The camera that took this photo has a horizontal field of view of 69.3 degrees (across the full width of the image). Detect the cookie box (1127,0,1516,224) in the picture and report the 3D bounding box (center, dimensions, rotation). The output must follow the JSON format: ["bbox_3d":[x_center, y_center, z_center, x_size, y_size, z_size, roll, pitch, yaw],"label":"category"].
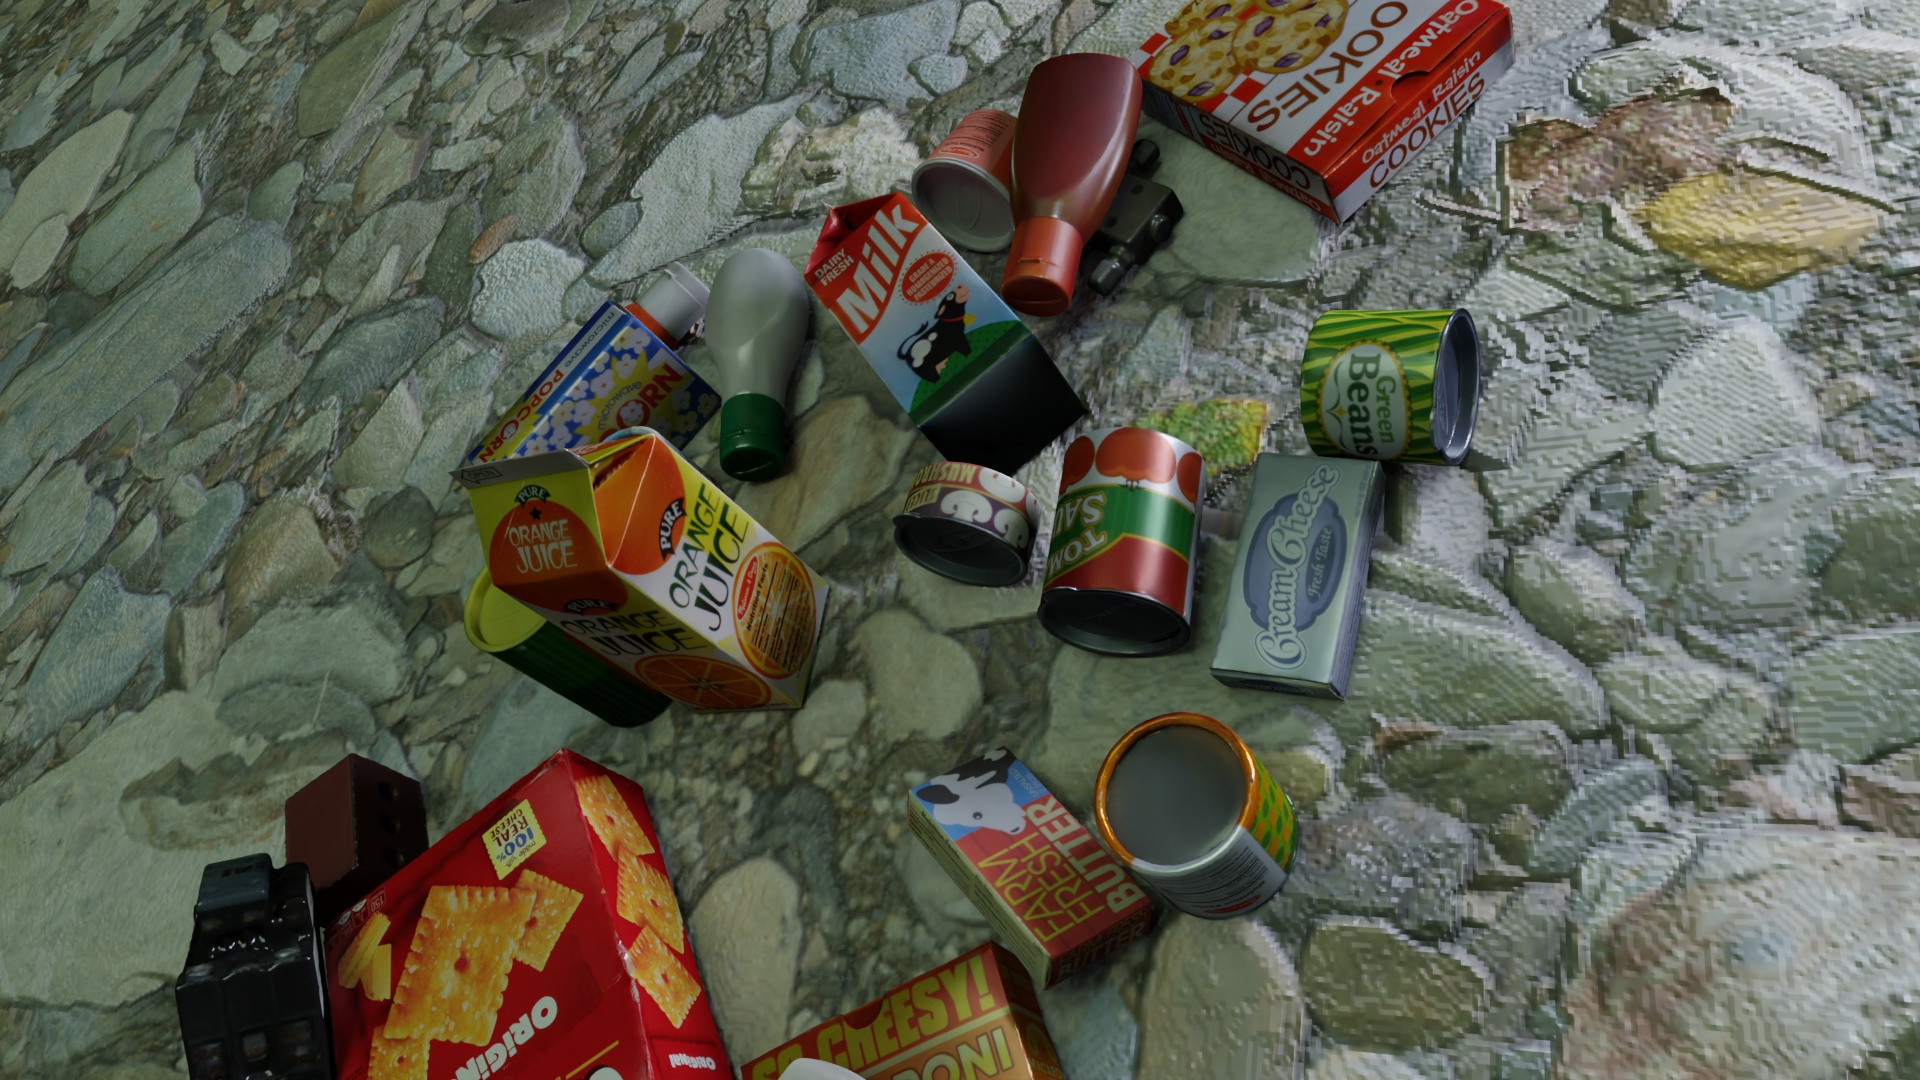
[{"bbox_3d":[0.182,-0.251,0.729,0.123,0.040,0.168,-43,49,0],"label":"cookie box"}]

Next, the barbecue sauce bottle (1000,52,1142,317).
[{"bbox_3d":[0.054,-0.189,0.734,0.065,0.043,0.149,4,64,21],"label":"barbecue sauce bottle"}]

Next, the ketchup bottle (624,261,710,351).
[{"bbox_3d":[-0.218,-0.112,0.880,0.149,0.043,0.065,-48,50,-4],"label":"ketchup bottle"}]

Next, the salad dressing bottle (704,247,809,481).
[{"bbox_3d":[-0.121,-0.104,0.817,0.064,0.044,0.148,-16,55,20],"label":"salad dressing bottle"}]

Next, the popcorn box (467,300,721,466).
[{"bbox_3d":[-0.214,-0.067,0.821,0.127,0.085,0.038,-50,48,-5],"label":"popcorn box"}]

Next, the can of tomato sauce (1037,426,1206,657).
[{"bbox_3d":[0.071,0.000,0.617,0.071,0.071,0.083,-5,58,29],"label":"can of tomato sauce"}]

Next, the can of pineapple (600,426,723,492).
[{"bbox_3d":[-0.178,-0.022,0.788,0.071,0.057,0.071,-15,55,23],"label":"can of pineapple"}]

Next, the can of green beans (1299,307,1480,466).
[{"bbox_3d":[0.184,-0.066,0.593,0.058,0.071,0.071,5,64,34],"label":"can of green beans"}]

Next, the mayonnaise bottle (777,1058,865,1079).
[{"bbox_3d":[-0.014,0.242,0.480,0.148,0.041,0.065,21,75,36],"label":"mayonnaise bottle"}]

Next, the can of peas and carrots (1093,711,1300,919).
[{"bbox_3d":[0.092,0.106,0.544,0.071,0.058,0.071,-15,55,22],"label":"can of peas and carrots"}]

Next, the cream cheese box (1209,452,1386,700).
[{"bbox_3d":[0.144,0.014,0.588,0.053,0.024,0.104,5,70,33],"label":"cream cheese box"}]

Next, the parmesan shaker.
[{"bbox_3d":[-0.198,0.046,0.727,0.071,0.103,0.071,-15,55,23],"label":"parmesan shaker"}]

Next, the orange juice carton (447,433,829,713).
[{"bbox_3d":[-0.148,0.012,0.660,0.071,0.192,0.073,-7,57,29],"label":"orange juice carton"}]

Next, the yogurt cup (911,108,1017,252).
[{"bbox_3d":[0.013,-0.207,0.789,0.072,0.072,0.054,10,59,35],"label":"yogurt cup"}]

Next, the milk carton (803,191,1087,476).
[{"bbox_3d":[-0.020,-0.118,0.745,0.073,0.072,0.191,-40,49,4],"label":"milk carton"}]

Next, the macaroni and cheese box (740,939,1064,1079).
[{"bbox_3d":[-0.010,0.255,0.522,0.123,0.040,0.167,-30,50,11],"label":"macaroni and cheese box"}]

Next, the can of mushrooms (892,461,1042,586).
[{"bbox_3d":[0.002,-0.008,0.663,0.071,0.071,0.033,1,61,32],"label":"can of mushrooms"}]

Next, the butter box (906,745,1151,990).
[{"bbox_3d":[0.026,0.133,0.574,0.053,0.024,0.104,-21,42,-27],"label":"butter box"}]
